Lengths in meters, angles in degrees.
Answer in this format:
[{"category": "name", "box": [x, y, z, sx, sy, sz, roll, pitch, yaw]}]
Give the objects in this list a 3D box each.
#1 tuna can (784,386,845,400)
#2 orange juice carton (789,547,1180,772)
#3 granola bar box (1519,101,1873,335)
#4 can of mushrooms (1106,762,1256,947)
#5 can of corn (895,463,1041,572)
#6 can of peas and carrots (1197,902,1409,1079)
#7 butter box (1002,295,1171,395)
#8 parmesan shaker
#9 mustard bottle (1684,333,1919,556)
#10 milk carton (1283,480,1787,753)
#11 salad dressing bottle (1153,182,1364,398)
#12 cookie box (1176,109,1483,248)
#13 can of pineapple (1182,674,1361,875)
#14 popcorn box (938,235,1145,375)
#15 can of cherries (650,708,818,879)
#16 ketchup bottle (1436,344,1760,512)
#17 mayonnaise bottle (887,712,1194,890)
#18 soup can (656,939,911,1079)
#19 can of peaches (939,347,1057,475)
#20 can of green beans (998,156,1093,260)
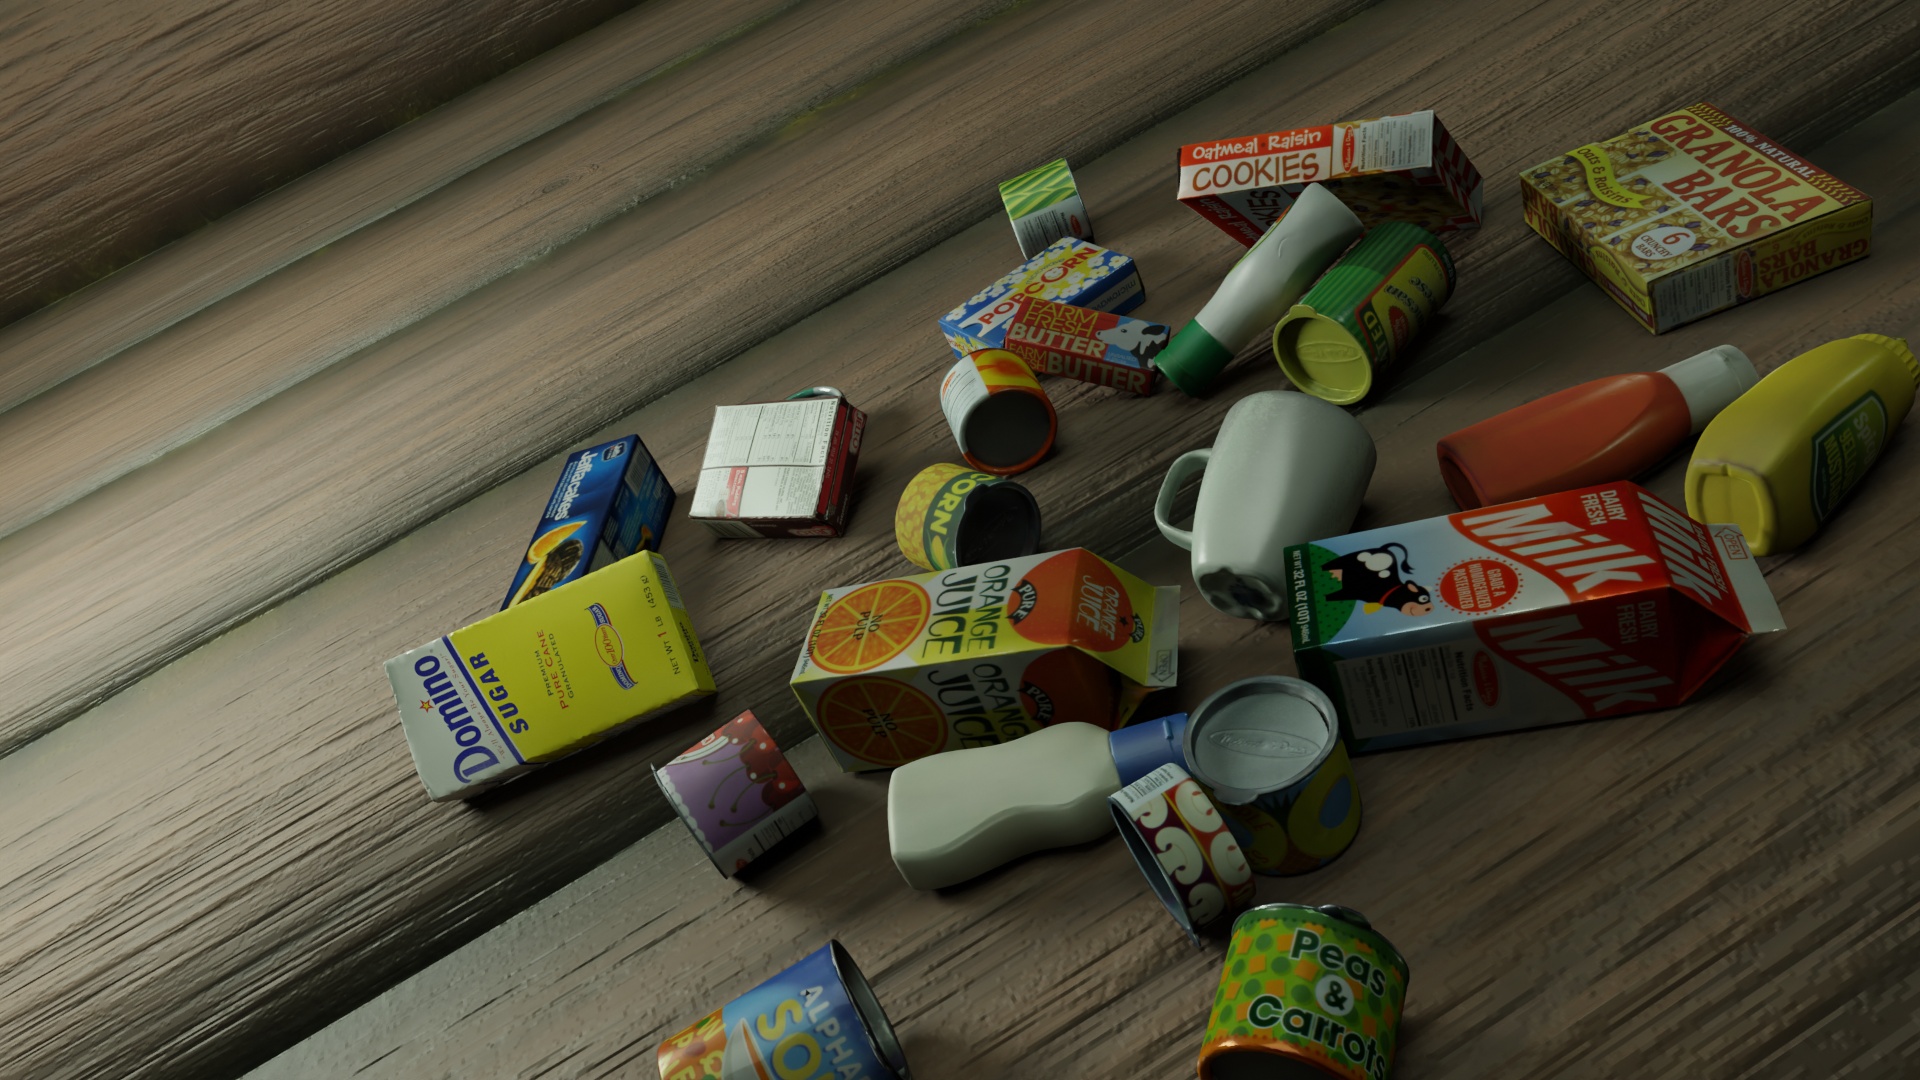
[{"category": "tuna can", "box": [-0.110, -0.079, 1.008, 0.071, 0.032, 0.071, -16, 35, 12]}, {"category": "orange juice carton", "box": [0.018, 0.060, 0.712, 0.192, 0.072, 0.072, -10, 37, 20]}, {"category": "granola bar box", "box": [0.428, -0.197, 0.824, 0.124, 0.039, 0.166, -20, 35, 7]}, {"category": "can of mushrooms", "box": [0.094, 0.131, 0.583, 0.033, 0.070, 0.071, -30, 35, -7]}, {"category": "can of corn", "box": [0.003, -0.010, 0.815, 0.071, 0.071, 0.058, -43, 38, -23]}, {"category": "can of peas and carrots", "box": [0.125, 0.173, 0.501, 0.071, 0.070, 0.059, -1, 42, 31]}, {"category": "butter box", "box": [0.084, -0.131, 0.931, 0.103, 0.024, 0.053, 14, 46, 11]}, {"category": "parmesan shaker", "box": [0.244, -0.140, 0.836, 0.071, 0.071, 0.103, 18, 53, 45]}, {"category": "mustard bottle", "box": [0.398, -0.056, 0.641, 0.161, 0.065, 0.049, -36, 32, -21]}, {"category": "milk carton", "box": [0.246, 0.032, 0.609, 0.190, 0.073, 0.073, -12, 37, 18]}, {"category": "salad dressing bottle", "box": [0.185, -0.154, 0.871, 0.147, 0.044, 0.064, -47, -11, 13]}, {"category": "cookie box", "box": [0.245, -0.235, 0.921, 0.167, 0.123, 0.040, 2, 85, 34]}, {"category": "can of pineapple", "box": [0.134, 0.102, 0.599, 0.071, 0.057, 0.071, -17, 35, 13]}, {"category": "popcorn box", "box": [0.060, -0.169, 1.016, 0.127, 0.038, 0.085, -35, 37, -15]}, {"category": "can of cherries", "box": [-0.116, 0.127, 0.710, 0.058, 0.071, 0.071, -34, 36, -13]}, {"category": "ketchup bottle", "box": [0.322, -0.054, 0.700, 0.149, 0.043, 0.065, -23, 36, 4]}, {"category": "mayonnaise bottle", "box": [0.040, 0.118, 0.653, 0.148, 0.041, 0.065, -17, 37, 10]}, {"category": "soup can", "box": [-0.072, 0.215, 0.569, 0.084, 0.071, 0.071, -30, 35, -6]}, {"category": "can of peaches", "box": [0.027, -0.083, 0.903, 0.071, 0.071, 0.058, -24, 34, 2]}, {"category": "can of green beans", "box": [0.068, -0.265, 1.111, 0.058, 0.071, 0.071, -20, 35, 8]}]
